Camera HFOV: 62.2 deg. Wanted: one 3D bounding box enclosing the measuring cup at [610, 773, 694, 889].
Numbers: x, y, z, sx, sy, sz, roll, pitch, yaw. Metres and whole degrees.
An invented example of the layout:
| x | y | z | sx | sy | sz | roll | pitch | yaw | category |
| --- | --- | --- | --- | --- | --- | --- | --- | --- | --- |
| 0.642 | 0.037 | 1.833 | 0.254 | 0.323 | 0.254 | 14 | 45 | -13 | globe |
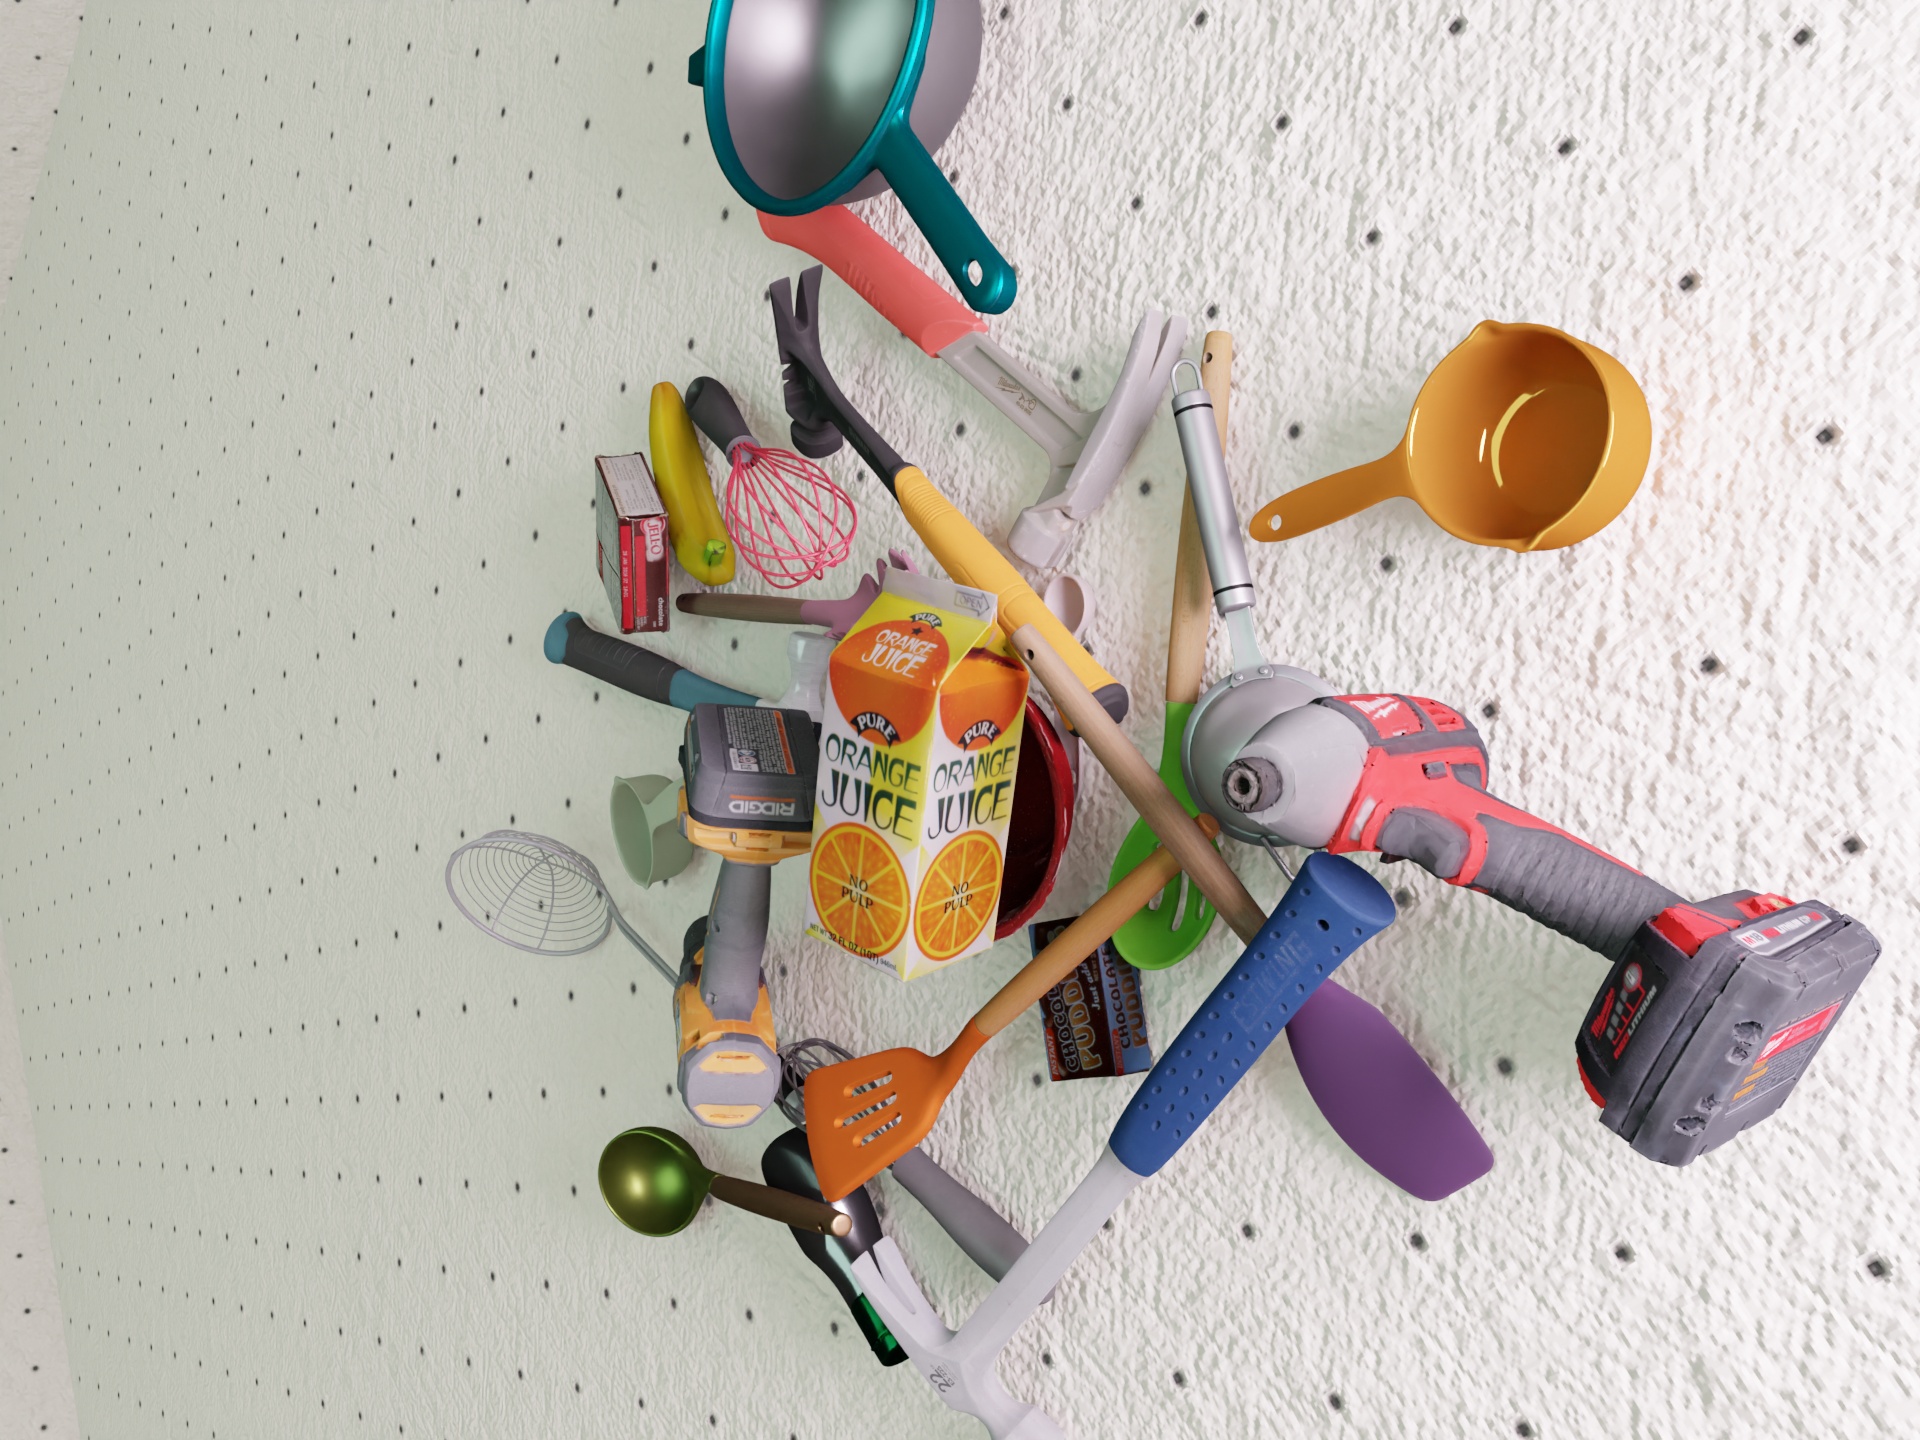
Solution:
| x | y | z | sx | sy | sz | roll | pitch | yaw | category |
| --- | --- | --- | --- | --- | --- | --- | --- | --- | --- |
| -0.192 | 0.061 | 1.077 | 0.167 | 0.038 | 0.083 | -32 | 73 | 55 | measuring cup |

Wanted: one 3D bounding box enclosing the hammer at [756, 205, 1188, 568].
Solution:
| x | y | z | sx | sy | sz | roll | pitch | yaw | category |
| --- | --- | --- | --- | --- | --- | --- | --- | --- | --- |
| -0.018 | -0.246 | 0.921 | 0.359 | 0.036 | 0.149 | 49 | 122 | 36 | hammer |

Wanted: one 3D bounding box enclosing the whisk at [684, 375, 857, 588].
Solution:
| x | y | z | sx | sy | sz | roll | pitch | yaw | category |
| --- | --- | --- | --- | --- | --- | --- | --- | --- | --- |
| -0.131 | -0.160 | 0.995 | 0.073 | 0.073 | 0.296 | -67 | 31 | 22 | whisk |

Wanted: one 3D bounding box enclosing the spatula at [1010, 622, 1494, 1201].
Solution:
| x | y | z | sx | sy | sz | roll | pitch | yaw | category |
| --- | --- | --- | --- | --- | --- | --- | --- | --- | --- |
| 0.120 | 0.081 | 0.720 | 0.316 | 0.018 | 0.059 | 53 | 127 | 12 | spatula |

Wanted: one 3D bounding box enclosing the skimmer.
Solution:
| x | y | z | sx | sy | sz | roll | pitch | yaw | category |
| --- | --- | --- | --- | --- | --- | --- | --- | --- | --- |
| -0.236 | 0.185 | 1.107 | 0.364 | 0.090 | 0.127 | 33 | 145 | 40 | skimmer |

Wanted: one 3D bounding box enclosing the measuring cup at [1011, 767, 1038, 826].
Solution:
| x | y | z | sx | sy | sz | roll | pitch | yaw | category |
| --- | --- | --- | --- | --- | --- | --- | --- | --- | --- |
| -0.001 | -0.003 | 0.902 | 0.062 | 0.029 | 0.157 | -51 | 55 | 34 | measuring cup |

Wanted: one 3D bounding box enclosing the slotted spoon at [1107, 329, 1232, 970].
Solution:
| x | y | z | sx | sy | sz | roll | pitch | yaw | category |
| --- | --- | --- | --- | --- | --- | --- | --- | --- | --- |
| 0.113 | -0.034 | 0.783 | 0.070 | 0.031 | 0.314 | 7 | 92 | 47 | slotted spoon |

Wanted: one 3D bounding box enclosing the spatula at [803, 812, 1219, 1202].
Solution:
| x | y | z | sx | sy | sz | roll | pitch | yaw | category |
| --- | --- | --- | --- | --- | --- | --- | --- | --- | --- |
| 0.019 | 0.144 | 0.822 | 0.322 | 0.041 | 0.081 | -48 | 42 | 34 | spatula |

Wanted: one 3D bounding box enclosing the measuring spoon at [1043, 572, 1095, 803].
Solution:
| x | y | z | sx | sy | sz | roll | pitch | yaw | category |
| --- | --- | --- | --- | --- | --- | --- | --- | --- | --- |
| 0.062 | -0.017 | 0.849 | 0.034 | 0.018 | 0.124 | 7 | 101 | 53 | measuring spoon |

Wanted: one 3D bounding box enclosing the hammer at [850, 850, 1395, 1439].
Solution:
| x | y | z | sx | sy | sz | roll | pitch | yaw | category |
| --- | --- | --- | --- | --- | --- | --- | --- | --- | --- |
| 0.072 | 0.211 | 0.762 | 0.144 | 0.035 | 0.405 | 41 | 124 | 18 | hammer |

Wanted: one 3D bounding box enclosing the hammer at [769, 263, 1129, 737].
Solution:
| x | y | z | sx | sy | sz | roll | pitch | yaw | category |
| --- | --- | --- | --- | --- | --- | --- | --- | --- | --- |
| -0.013 | -0.116 | 0.873 | 0.337 | 0.034 | 0.127 | 52 | 158 | 34 | hammer |

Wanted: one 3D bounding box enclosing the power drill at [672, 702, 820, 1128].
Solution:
| x | y | z | sx | sy | sz | roll | pitch | yaw | category |
| --- | --- | --- | --- | --- | --- | --- | --- | --- | --- |
| -0.137 | 0.104 | 0.970 | 0.185 | 0.084 | 0.226 | -117 | 34 | -65 | power drill |

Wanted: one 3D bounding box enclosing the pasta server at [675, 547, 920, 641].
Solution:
| x | y | z | sx | sy | sz | roll | pitch | yaw | category |
| --- | --- | --- | --- | --- | --- | --- | --- | --- | --- |
| -0.112 | -0.073 | 0.991 | 0.316 | 0.040 | 0.060 | 9 | 62 | 55 | pasta server |

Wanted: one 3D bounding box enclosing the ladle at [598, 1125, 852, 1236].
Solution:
| x | y | z | sx | sy | sz | roll | pitch | yaw | category |
| --- | --- | --- | --- | --- | --- | --- | --- | --- | --- |
| -0.150 | 0.298 | 0.987 | 0.320 | 0.062 | 0.078 | -16 | 95 | 60 | ladle |

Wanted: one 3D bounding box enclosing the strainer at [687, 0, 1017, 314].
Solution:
| x | y | z | sx | sy | sz | roll | pitch | yaw | category |
| --- | --- | --- | --- | --- | --- | --- | --- | --- | --- |
| -0.027 | -0.341 | 0.892 | 0.211 | 0.095 | 0.341 | -50 | 57 | 35 | strainer |

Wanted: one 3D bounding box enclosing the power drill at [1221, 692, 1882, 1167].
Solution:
| x | y | z | sx | sy | sz | roll | pitch | yaw | category |
| --- | --- | --- | --- | --- | --- | --- | --- | --- | --- |
| 0.206 | 0.060 | 0.598 | 0.220 | 0.143 | 0.078 | 38 | 118 | 38 | power drill |

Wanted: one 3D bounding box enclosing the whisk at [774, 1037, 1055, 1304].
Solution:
| x | y | z | sx | sy | sz | roll | pitch | yaw | category |
| --- | --- | --- | --- | --- | --- | --- | --- | --- | --- |
| -0.032 | 0.257 | 0.918 | 0.239 | 0.055 | 0.055 | 32 | 112 | 39 | whisk |

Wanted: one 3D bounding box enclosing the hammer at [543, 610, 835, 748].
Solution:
| x | y | z | sx | sy | sz | roll | pitch | yaw | category |
| --- | --- | --- | --- | --- | --- | --- | --- | --- | --- |
| -0.203 | -0.027 | 1.117 | 0.331 | 0.033 | 0.128 | 19 | 102 | 46 | hammer |

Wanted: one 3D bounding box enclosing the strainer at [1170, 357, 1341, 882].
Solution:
| x | y | z | sx | sy | sz | roll | pitch | yaw | category |
| --- | --- | --- | --- | --- | --- | --- | --- | --- | --- |
| 0.128 | -0.049 | 0.743 | 0.087 | 0.050 | 0.258 | -15 | 79 | 24 | strainer |

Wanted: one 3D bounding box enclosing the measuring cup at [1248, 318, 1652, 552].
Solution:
| x | y | z | sx | sy | sz | roll | pitch | yaw | category |
| --- | --- | --- | --- | --- | --- | --- | --- | --- | --- |
| 0.203 | -0.103 | 0.670 | 0.173 | 0.052 | 0.095 | -17 | 76 | 47 | measuring cup |
